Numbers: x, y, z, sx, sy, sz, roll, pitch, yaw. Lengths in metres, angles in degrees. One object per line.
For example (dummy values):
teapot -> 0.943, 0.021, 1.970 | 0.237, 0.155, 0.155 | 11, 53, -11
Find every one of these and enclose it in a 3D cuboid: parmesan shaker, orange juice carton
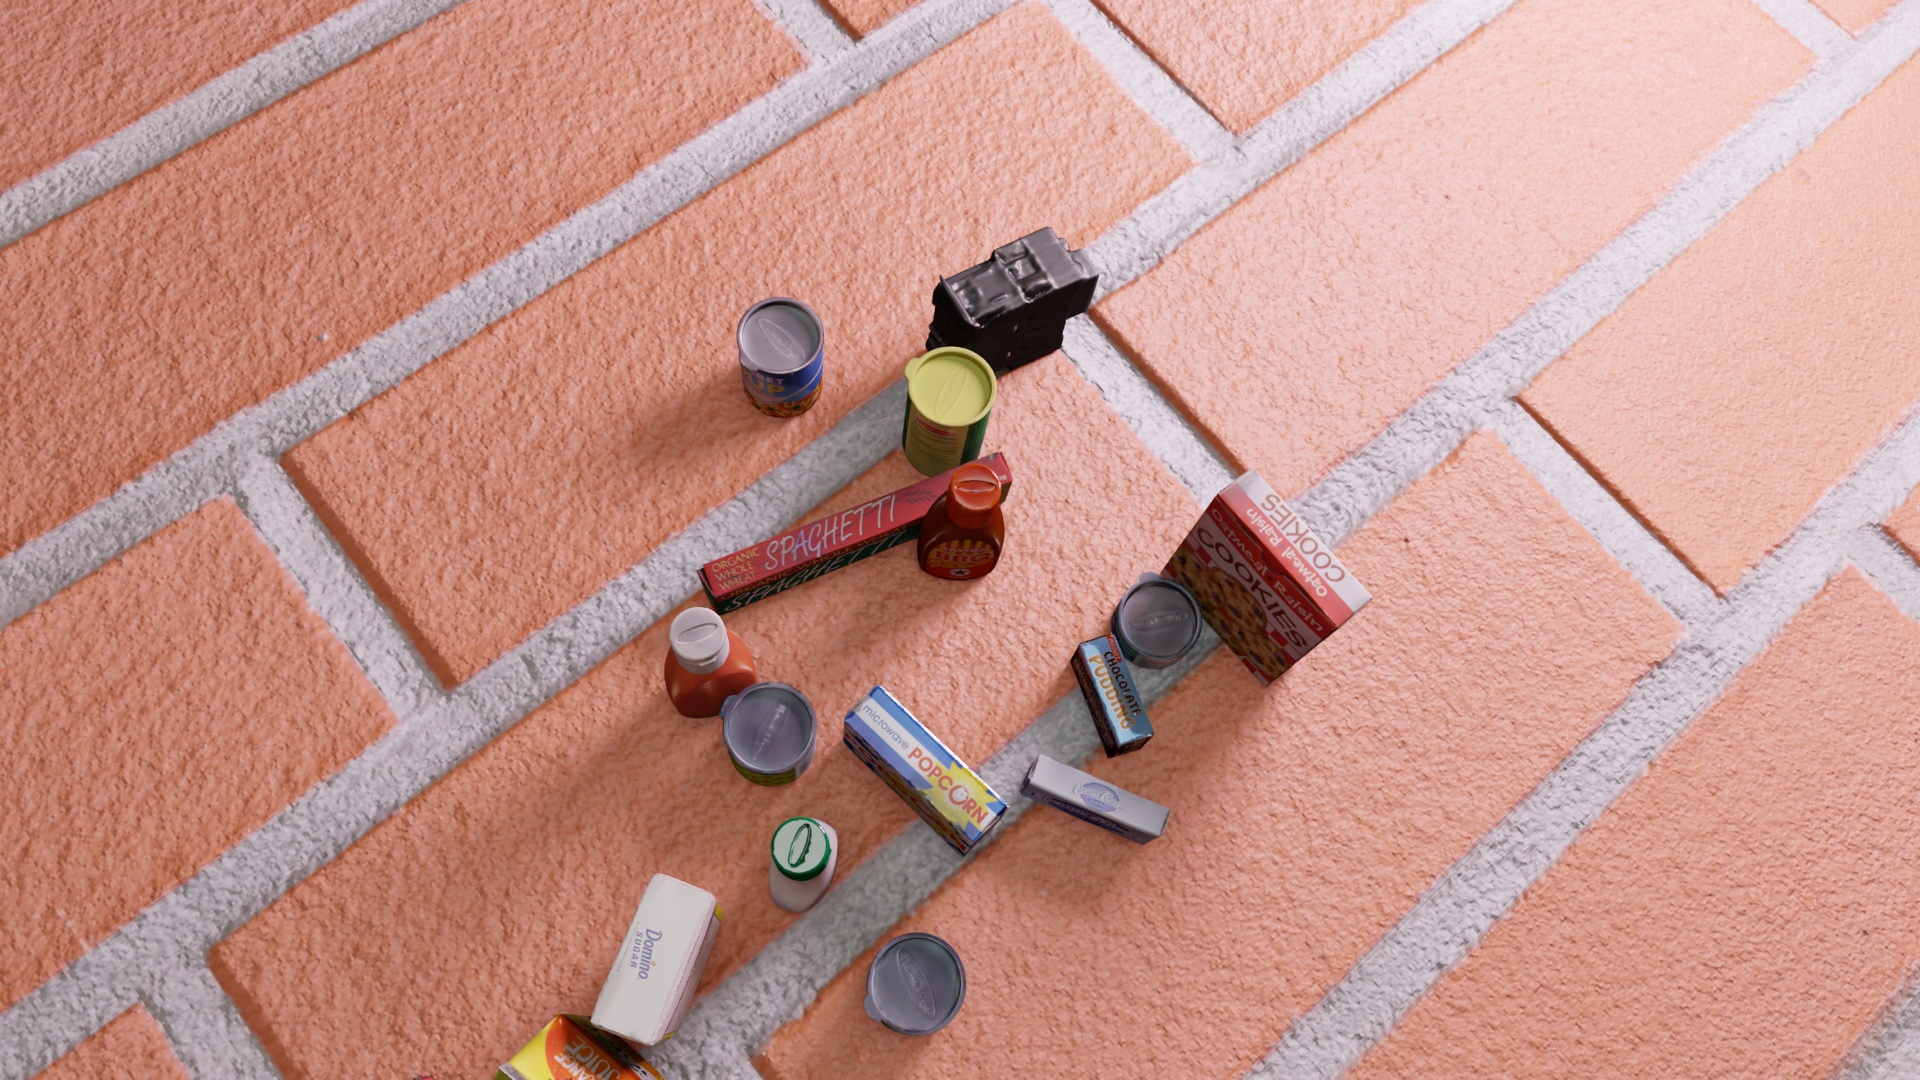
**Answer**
parmesan shaker -> -0.013, -0.099, 1.079 | 0.071, 0.102, 0.071 | 2, 70, -5
orange juice carton -> -0.235, 0.341, 0.846 | 0.072, 0.192, 0.073 | 38, 71, 8

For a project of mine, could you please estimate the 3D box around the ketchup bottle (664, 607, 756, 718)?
ketchup bottle -> -0.177, 0.086, 0.970 | 0.065, 0.148, 0.043 | -20, 74, -12

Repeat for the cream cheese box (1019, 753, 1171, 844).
cream cheese box -> 0.096, 0.190, 1.010 | 0.104, 0.053, 0.024 | 22, 70, 3

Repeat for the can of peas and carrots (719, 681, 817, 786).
can of peas and carrots -> -0.139, 0.140, 1.002 | 0.071, 0.058, 0.071 | 2, 70, -5

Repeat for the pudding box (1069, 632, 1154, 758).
pudding box -> 0.113, 0.117, 1.041 | 0.030, 0.049, 0.084 | -17, 73, -11

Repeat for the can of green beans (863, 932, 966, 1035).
can of green beans -> -0.032, 0.305, 0.952 | 0.071, 0.057, 0.071 | 2, 70, -5

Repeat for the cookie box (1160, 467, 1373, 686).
cookie box -> 0.219, 0.032, 1.021 | 0.040, 0.166, 0.123 | -37, 78, -17

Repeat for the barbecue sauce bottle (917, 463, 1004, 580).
barbecue sauce bottle -> 0.004, -0.013, 1.025 | 0.065, 0.148, 0.044 | 1, 70, -5

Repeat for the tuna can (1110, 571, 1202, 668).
tuna can -> 0.150, 0.062, 1.074 | 0.071, 0.032, 0.071 | 2, 70, -5

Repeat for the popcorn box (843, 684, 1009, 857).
popcorn box -> -0.028, 0.165, 0.990 | 0.127, 0.085, 0.038 | 42, 72, 10

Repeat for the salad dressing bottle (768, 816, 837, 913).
salad dressing bottle -> -0.106, 0.213, 0.930 | 0.044, 0.147, 0.064 | 19, 70, 1

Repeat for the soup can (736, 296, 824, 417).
soup can -> -0.143, -0.141, 1.092 | 0.071, 0.083, 0.071 | 2, 70, -5

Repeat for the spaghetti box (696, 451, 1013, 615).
spaghetti box -> -0.078, -0.006, 1.066 | 0.251, 0.050, 0.029 | -22, 74, -13
